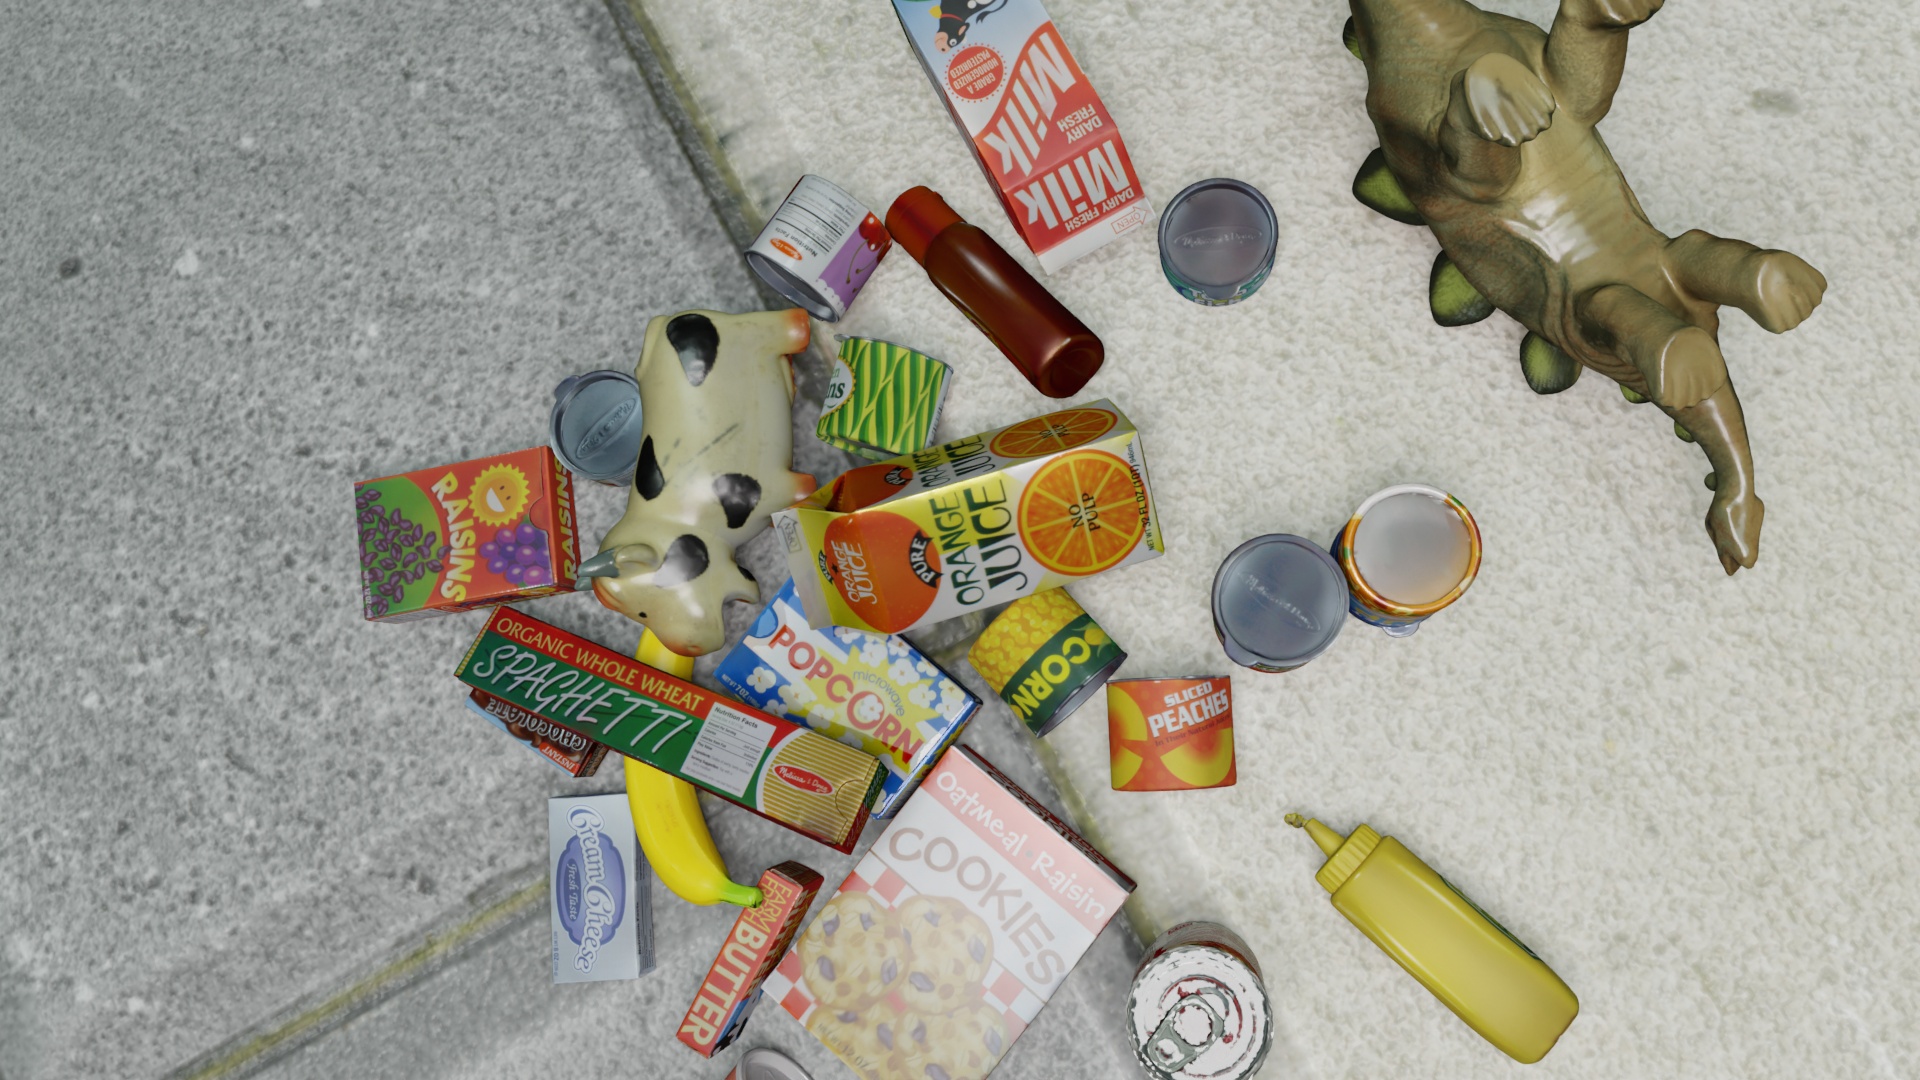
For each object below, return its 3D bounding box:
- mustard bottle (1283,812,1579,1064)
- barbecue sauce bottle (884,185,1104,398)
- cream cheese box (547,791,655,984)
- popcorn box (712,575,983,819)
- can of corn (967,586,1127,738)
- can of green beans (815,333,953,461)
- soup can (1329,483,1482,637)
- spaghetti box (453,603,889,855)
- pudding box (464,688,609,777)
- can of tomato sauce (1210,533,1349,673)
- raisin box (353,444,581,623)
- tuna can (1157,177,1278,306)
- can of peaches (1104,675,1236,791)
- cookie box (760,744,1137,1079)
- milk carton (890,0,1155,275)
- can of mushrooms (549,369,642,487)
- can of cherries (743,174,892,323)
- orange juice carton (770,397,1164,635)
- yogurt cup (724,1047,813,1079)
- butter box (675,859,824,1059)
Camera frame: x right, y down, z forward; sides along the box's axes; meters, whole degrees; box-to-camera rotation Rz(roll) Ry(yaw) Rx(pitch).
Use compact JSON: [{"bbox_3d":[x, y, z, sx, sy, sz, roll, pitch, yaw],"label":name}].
[{"bbox_3d":[0.229,0.189,0.697,0.160,0.065,0.049,41,88,17],"label":"mustard bottle"},{"bbox_3d":[0.016,-0.144,0.788,0.043,0.065,0.149,-48,68,13],"label":"barbecue sauce bottle"},{"bbox_3d":[-0.205,0.196,0.791,0.053,0.024,0.104,-6,80,8],"label":"cream cheese box"},{"bbox_3d":[-0.062,0.083,0.777,0.127,0.038,0.085,39,90,13],"label":"popcorn box"},{"bbox_3d":[0.045,0.063,0.744,0.071,0.071,0.058,-44,76,1],"label":"can of corn"},{"bbox_3d":[-0.043,-0.077,0.784,0.071,0.071,0.058,15,85,12],"label":"can of green beans"},{"bbox_3d":[0.227,0.012,0.714,0.071,0.083,0.071,-1,82,10],"label":"soup can"},{"bbox_3d":[-0.159,0.098,0.747,0.250,0.028,0.050,19,70,19],"label":"spaghetti box"},{"bbox_3d":[-0.240,0.096,0.810,0.084,0.030,0.049,31,88,13],"label":"pudding box"},{"bbox_3d":[0.163,0.037,0.721,0.071,0.083,0.071,-1,82,10],"label":"can of tomato sauce"},{"bbox_3d":[-0.294,-0.003,0.830,0.123,0.040,0.086,-10,79,8],"label":"raisin box"},{"bbox_3d":[0.145,-0.164,0.781,0.071,0.033,0.071,-1,81,10],"label":"tuna can"},{"bbox_3d":[0.111,0.101,0.727,0.071,0.071,0.058,-3,82,10],"label":"can of peaches"},{"bbox_3d":[-0.006,0.212,0.746,0.123,0.040,0.167,38,90,13],"label":"cookie box"},{"bbox_3d":[0.035,-0.246,0.793,0.072,0.073,0.191,-28,78,5],"label":"milk carton"},{"bbox_3d":[-0.209,-0.068,0.828,0.071,0.033,0.071,-1,82,10],"label":"can of mushrooms"},{"bbox_3d":[-0.081,-0.168,0.805,0.071,0.071,0.058,32,82,13],"label":"can of cherries"},{"bbox_3d":[0.003,-0.009,0.735,0.193,0.073,0.071,-16,111,-3],"label":"orange juice carton"},{"bbox_3d":[-0.108,0.314,0.737,0.054,0.072,0.072,-46,77,9],"label":"yogurt cup"},{"bbox_3d":[-0.113,0.225,0.756,0.024,0.053,0.103,28,87,11],"label":"butter box"}]
